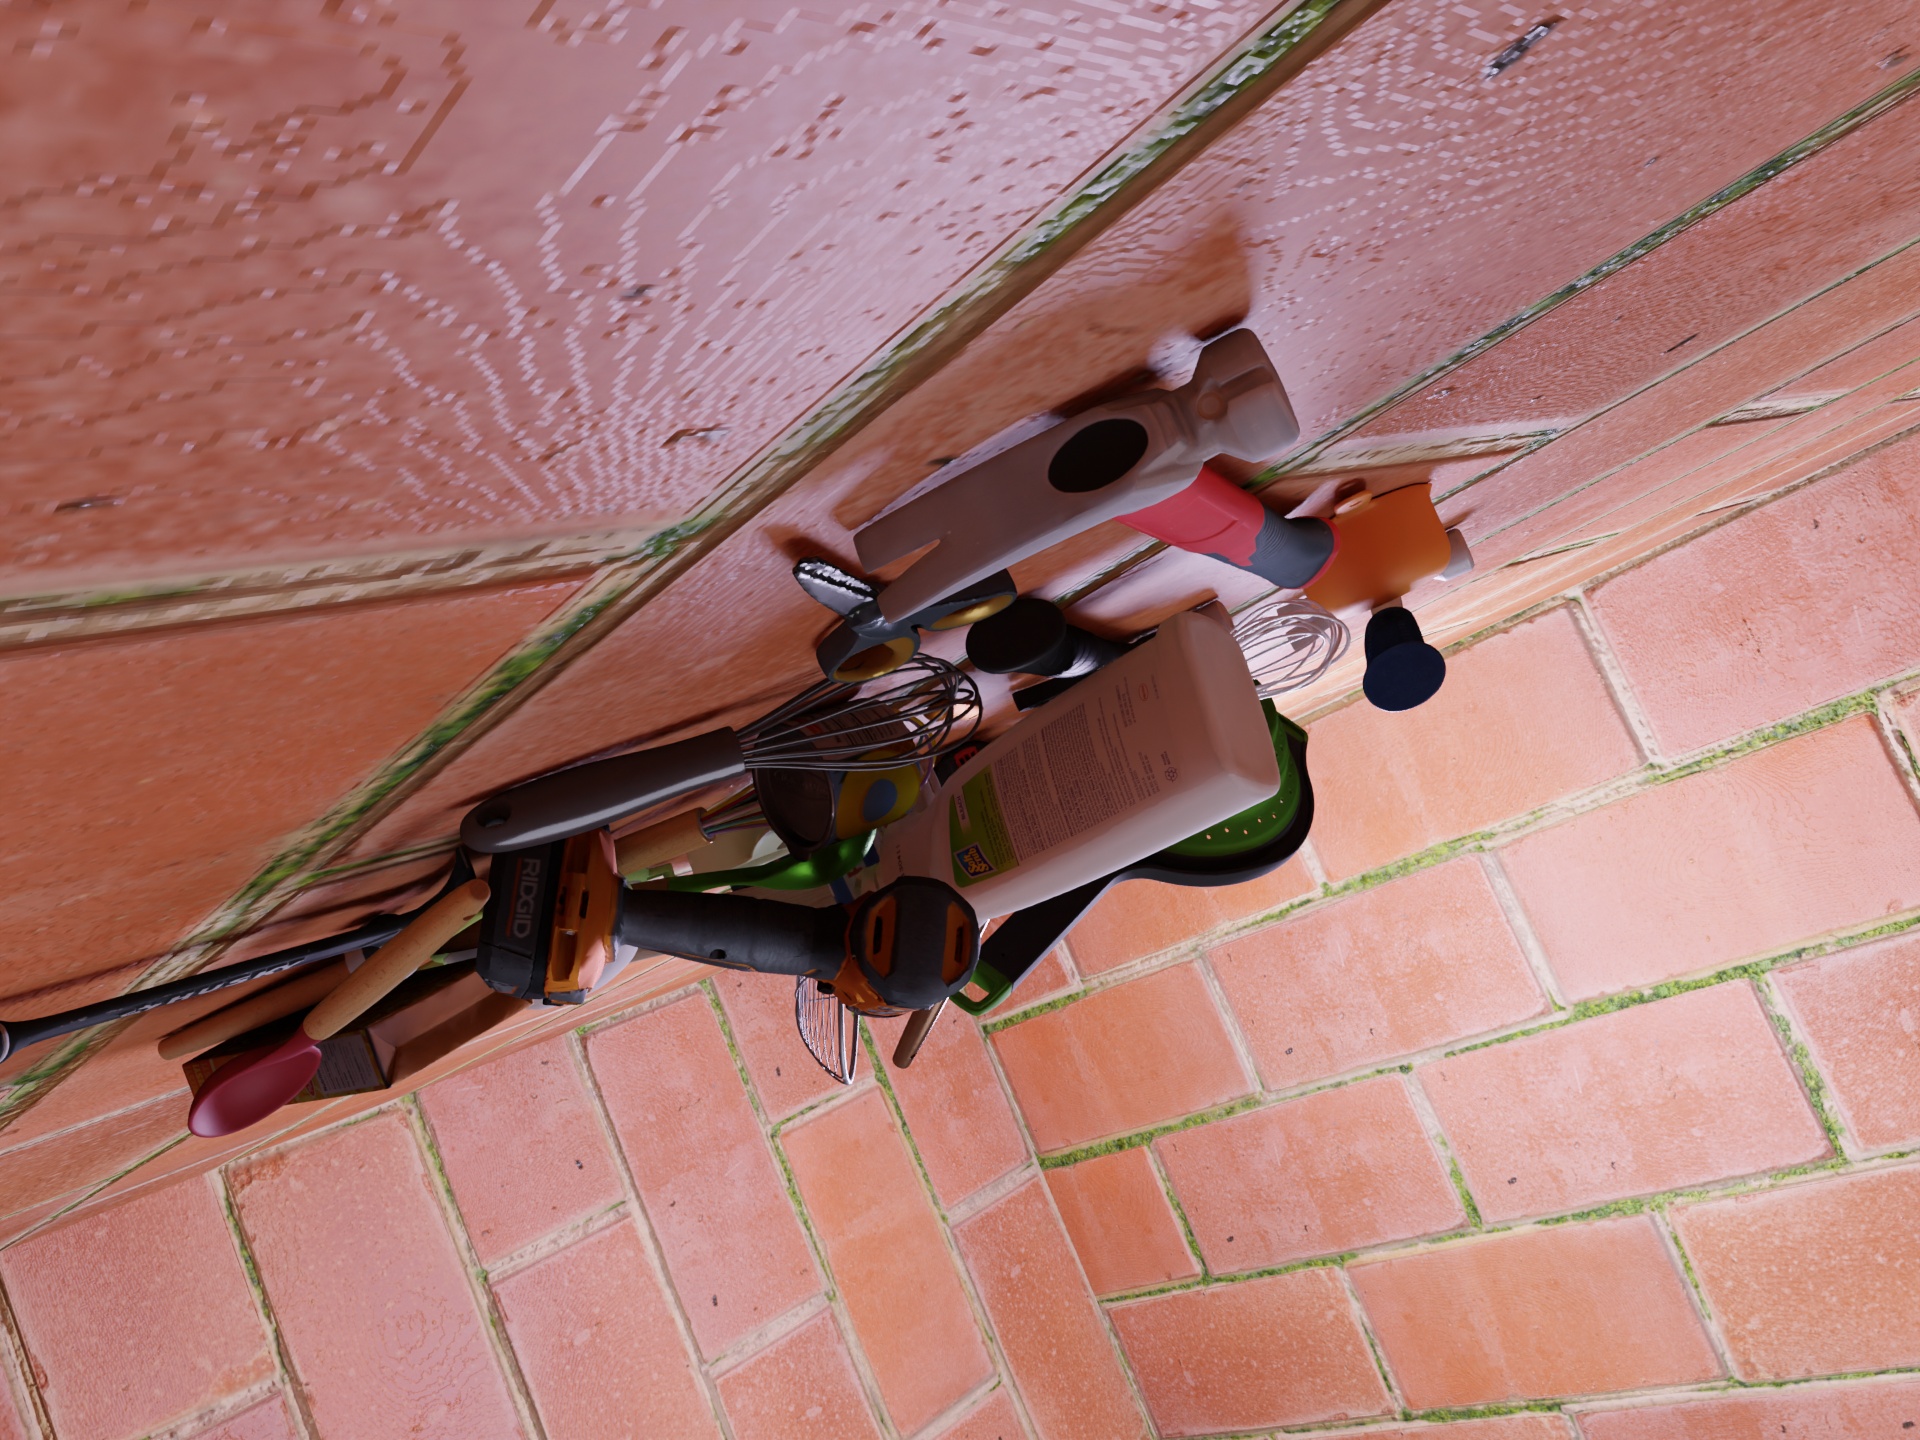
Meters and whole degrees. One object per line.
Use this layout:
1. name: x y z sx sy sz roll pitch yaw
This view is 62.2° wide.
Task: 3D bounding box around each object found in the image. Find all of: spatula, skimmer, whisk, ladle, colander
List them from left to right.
1. ladle: -0.296 0.138 0.754 0.069 0.031 0.315 -18 167 -48
2. ladle: -0.325 0.147 0.899 0.320 0.062 0.078 -23 -179 16
3. whisk: -0.099 0.017 0.699 0.239 0.055 0.055 -17 171 -19
4. whisk: -0.125 0.047 0.885 0.245 0.051 0.047 -21 139 17
5. skimmer: -0.002 0.124 1.097 0.363 0.090 0.127 -43 -154 31
6. spatula: 0.018 0.102 0.955 0.059 0.018 0.315 -14 139 -45
7. colander: 0.124 0.061 1.141 0.397 0.205 0.094 -40 152 -37
8. whisk: 0.112 -0.008 0.915 0.246 0.058 0.059 -25 139 34

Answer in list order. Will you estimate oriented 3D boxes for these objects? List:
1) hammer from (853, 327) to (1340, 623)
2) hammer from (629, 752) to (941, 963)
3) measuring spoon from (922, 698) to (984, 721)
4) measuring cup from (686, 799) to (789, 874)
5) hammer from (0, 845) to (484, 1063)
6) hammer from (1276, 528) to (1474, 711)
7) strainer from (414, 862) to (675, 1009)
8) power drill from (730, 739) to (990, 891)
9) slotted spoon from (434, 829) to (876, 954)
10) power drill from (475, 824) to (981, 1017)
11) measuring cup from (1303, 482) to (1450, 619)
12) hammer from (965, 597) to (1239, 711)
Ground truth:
1. hammer: 0.092 -0.075 0.656 0.143 0.038 0.386 -25 173 19
2. hammer: -0.189 0.135 1.115 0.410 0.146 0.038 -16 157 24
3. measuring spoon: -0.002 -0.003 0.983 0.021 0.011 0.117 -25 173 11
4. measuring cup: -0.128 0.065 0.975 0.083 0.038 0.167 -21 172 -18
5. hammer: -0.386 0.130 0.663 0.149 0.036 0.409 -31 169 41
6. hammer: 0.266 -0.060 1.004 0.144 0.035 0.405 -24 -175 17
7. strainer: -0.313 0.175 1.066 0.256 0.069 0.151 -27 172 16
8. power drill: -0.067 0.091 1.224 0.226 0.080 0.188 -25 173 -8
9. slotted spoon: -0.187 0.103 0.927 0.314 0.031 0.070 -14 -175 21
10. power drill: -0.117 0.108 0.794 0.226 0.084 0.164 8 165 -11
11. measuring cup: 0.228 -0.094 0.880 0.095 0.052 0.173 -25 175 13
12. hammer: 0.063 -0.033 0.882 0.146 0.035 0.334 -26 172 15
